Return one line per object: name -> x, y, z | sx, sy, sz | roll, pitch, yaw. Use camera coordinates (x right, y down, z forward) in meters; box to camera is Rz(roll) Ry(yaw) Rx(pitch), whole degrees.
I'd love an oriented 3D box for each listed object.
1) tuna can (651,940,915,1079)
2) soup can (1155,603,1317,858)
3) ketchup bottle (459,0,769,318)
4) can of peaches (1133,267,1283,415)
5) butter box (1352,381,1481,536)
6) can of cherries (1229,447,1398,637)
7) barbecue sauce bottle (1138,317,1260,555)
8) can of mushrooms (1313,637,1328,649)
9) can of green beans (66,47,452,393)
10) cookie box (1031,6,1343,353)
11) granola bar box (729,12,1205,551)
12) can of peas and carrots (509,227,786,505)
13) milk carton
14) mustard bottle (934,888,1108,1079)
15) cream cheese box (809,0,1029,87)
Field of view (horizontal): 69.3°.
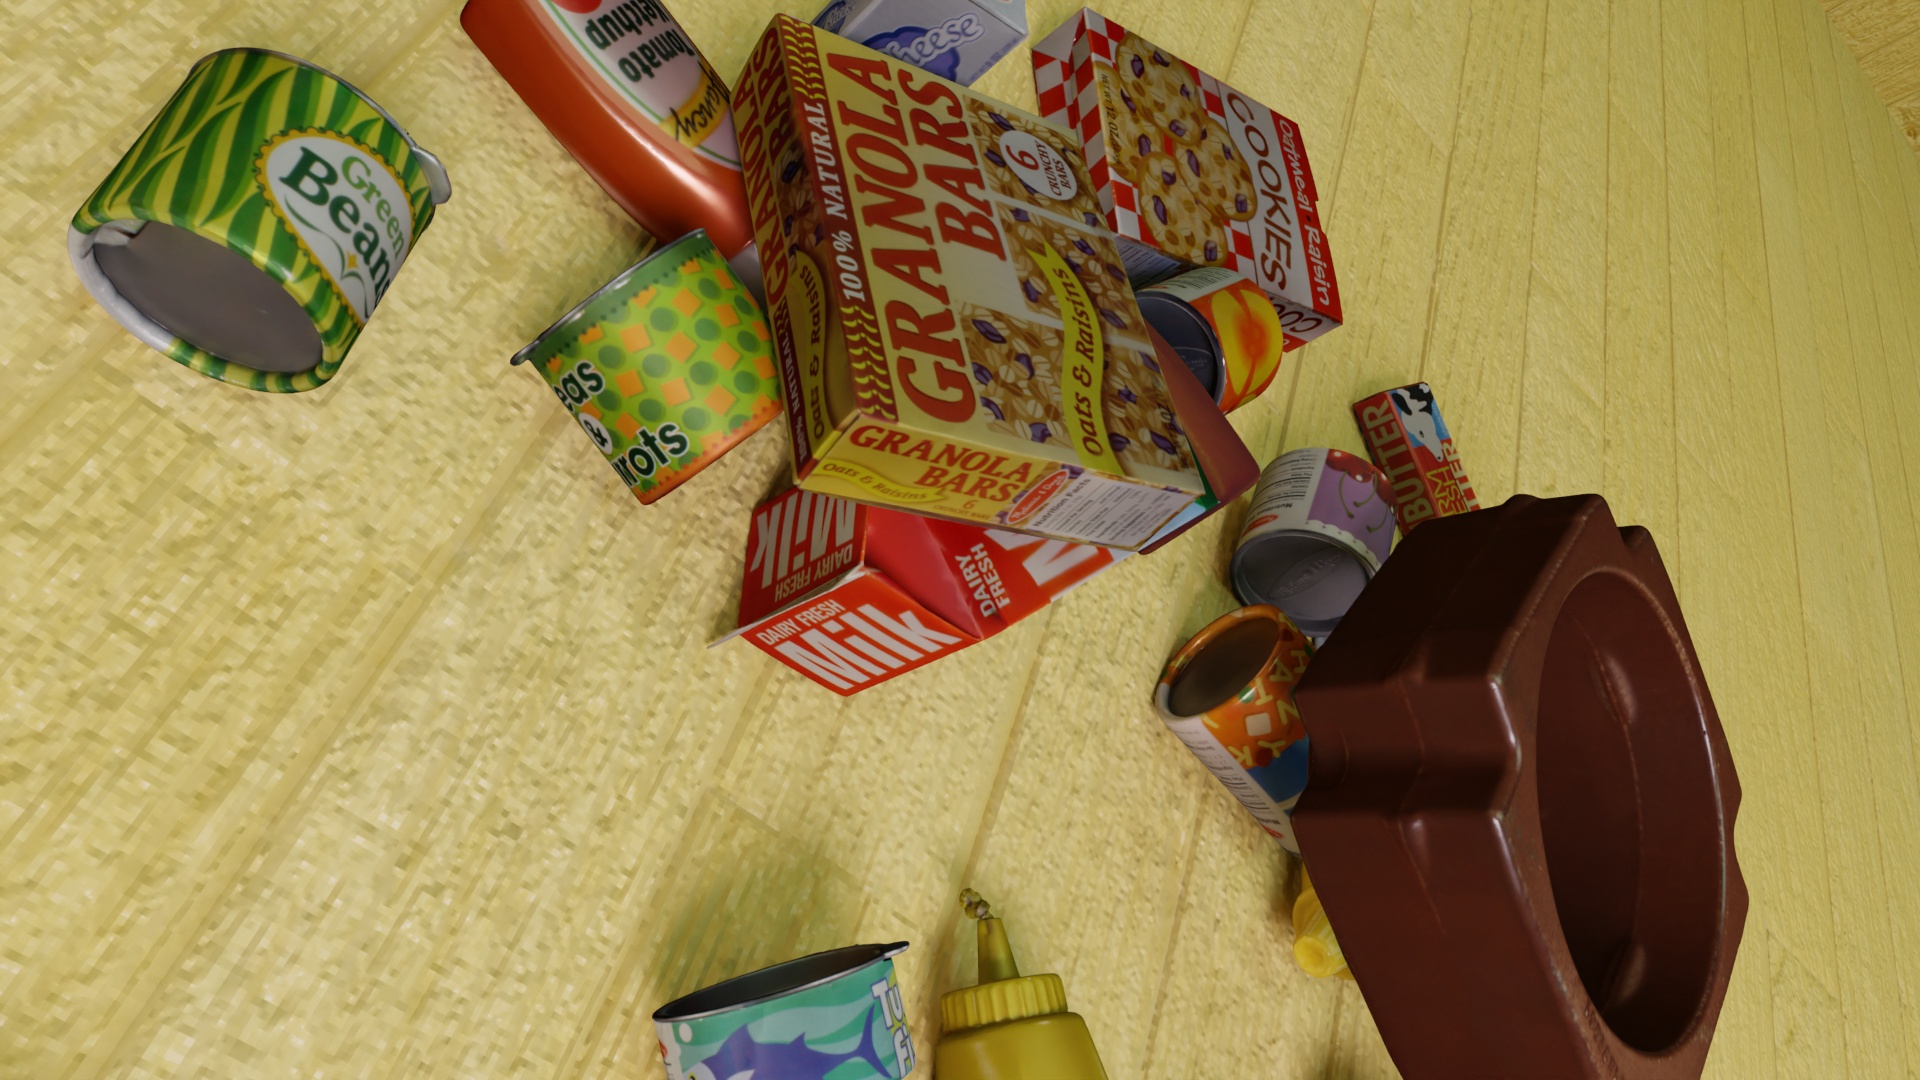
tuna can -> -0.044, 0.133, 0.374 | 0.071, 0.071, 0.033 | -6, 78, -44
soup can -> 0.132, 0.074, 0.563 | 0.083, 0.071, 0.072 | 46, 47, -17
ketchup bottle -> -0.094, -0.130, 0.467 | 0.148, 0.043, 0.065 | 50, 40, -14
can of peaches -> 0.100, -0.080, 0.608 | 0.058, 0.071, 0.071 | -29, 92, -46
butter box -> 0.253, -0.034, 0.757 | 0.053, 0.024, 0.103 | -14, 81, -46
can of cherries -> 0.162, 0.002, 0.626 | 0.071, 0.071, 0.059 | 44, 46, -19
barbecue sauce bottle -> 0.057, -0.070, 0.568 | 0.044, 0.064, 0.148 | -30, 84, -42
can of mushrooms -> 0.199, 0.046, 0.638 | 0.033, 0.071, 0.071 | 29, 54, -29
can of green beans -> -0.177, -0.079, 0.351 | 0.071, 0.071, 0.058 | 34, 52, -27
cookie box -> 0.114, -0.171, 0.680 | 0.167, 0.040, 0.123 | 11, 64, -39
granola bar box -> -0.002, -0.081, 0.441 | 0.124, 0.039, 0.166 | 11, 51, -33
can of peas and carrots -> -0.089, -0.051, 0.420 | 0.058, 0.070, 0.071 | 54, 45, -11
milk carton -> 0.002, -0.006, 0.478 | 0.191, 0.072, 0.073 | -26, 90, -46
mustard bottle -> 0.022, 0.184, 0.418 | 0.049, 0.065, 0.160 | 5, 64, -37
cream cheese box -> -0.029, -0.172, 0.503 | 0.053, 0.103, 0.024 | 20, 55, -37
